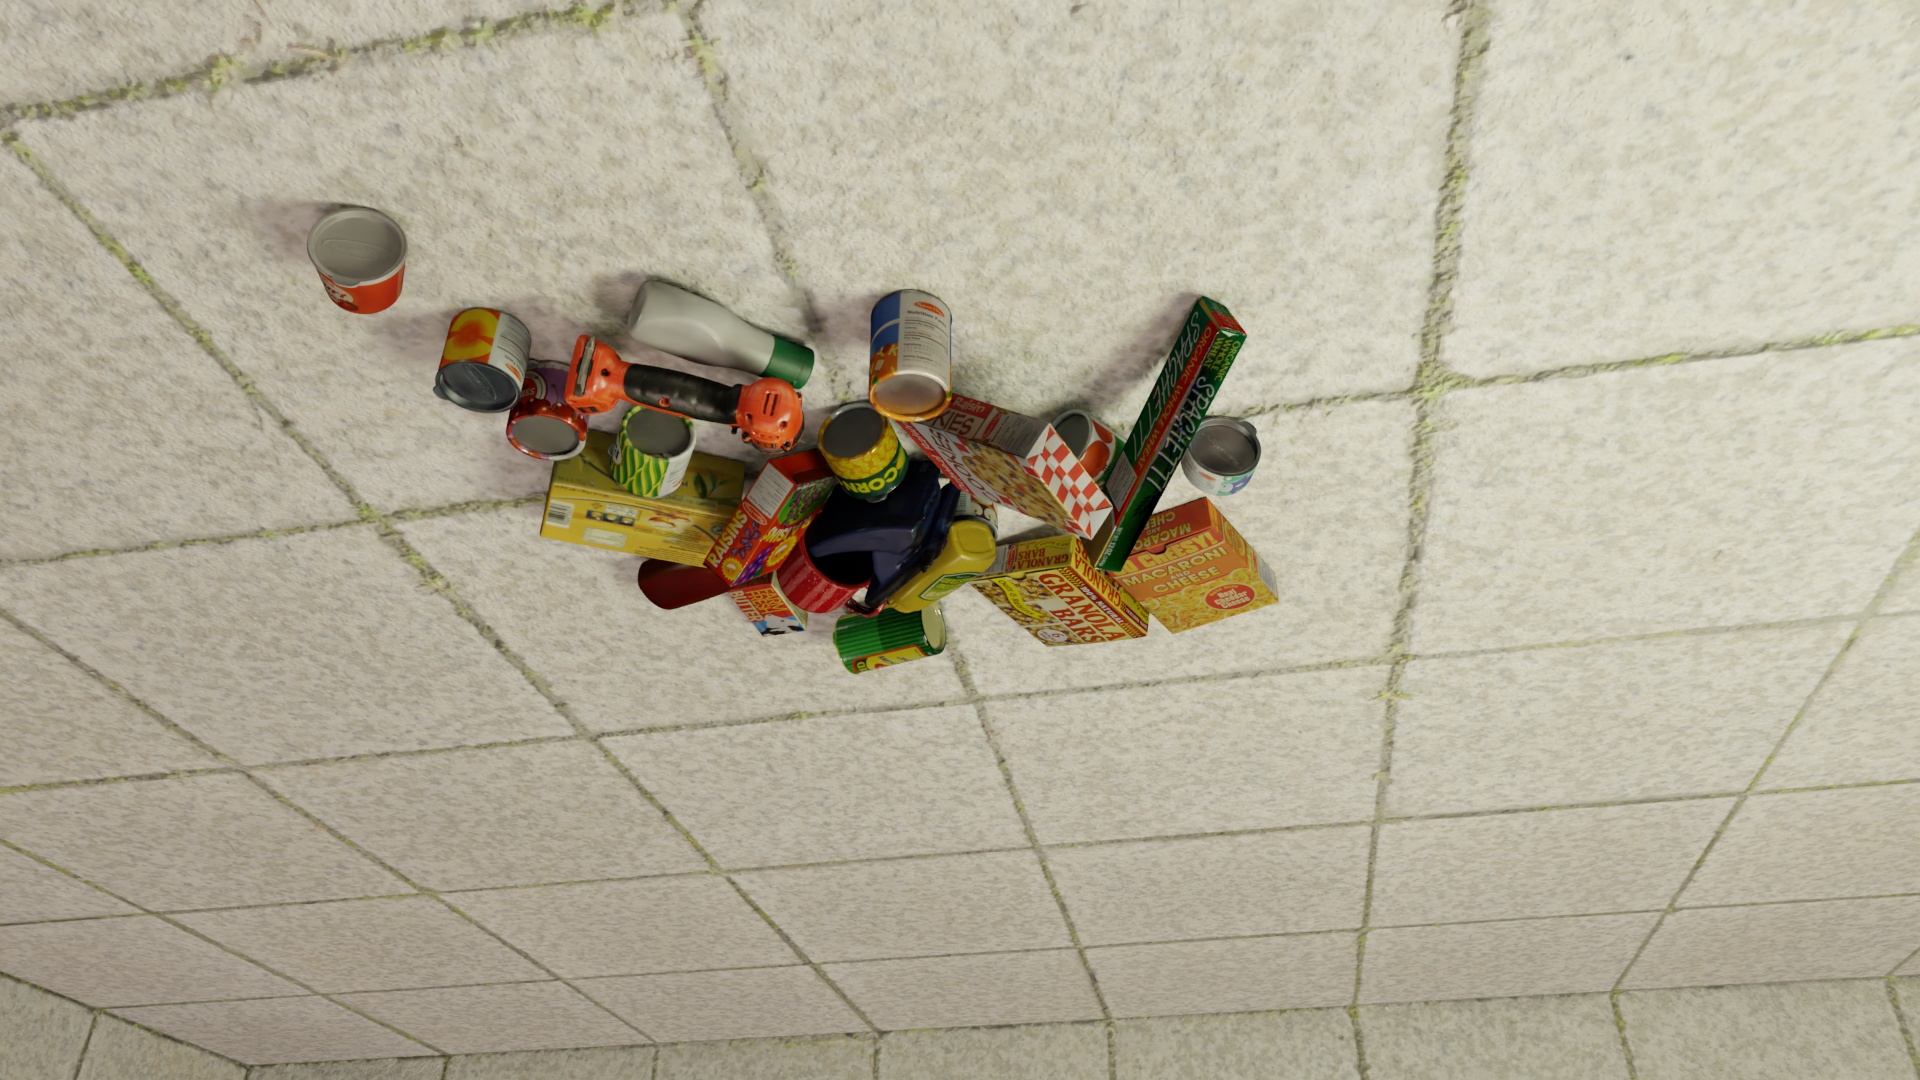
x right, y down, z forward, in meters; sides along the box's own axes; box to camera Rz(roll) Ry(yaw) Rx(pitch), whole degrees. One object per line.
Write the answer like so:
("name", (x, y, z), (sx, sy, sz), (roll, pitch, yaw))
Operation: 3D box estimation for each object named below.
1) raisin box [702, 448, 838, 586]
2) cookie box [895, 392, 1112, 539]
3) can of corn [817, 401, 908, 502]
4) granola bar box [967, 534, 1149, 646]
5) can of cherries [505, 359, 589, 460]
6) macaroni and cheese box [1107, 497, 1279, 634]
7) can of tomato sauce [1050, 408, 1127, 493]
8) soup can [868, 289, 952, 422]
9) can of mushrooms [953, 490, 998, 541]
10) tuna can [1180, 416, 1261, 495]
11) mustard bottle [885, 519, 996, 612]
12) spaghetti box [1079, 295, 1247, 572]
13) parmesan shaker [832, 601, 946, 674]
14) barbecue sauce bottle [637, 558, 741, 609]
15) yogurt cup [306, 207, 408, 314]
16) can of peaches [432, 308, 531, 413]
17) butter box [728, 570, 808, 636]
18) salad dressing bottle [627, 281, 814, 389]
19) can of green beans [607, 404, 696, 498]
("raisin box", (-0.169, -0.022, 1.255), (0.040, 0.086, 0.123), (41, 113, 11))
("cookie box", (0.033, -0.070, 1.177), (0.167, 0.040, 0.122), (22, 163, 43))
("can of corn", (-0.085, -0.077, 1.220), (0.071, 0.071, 0.058), (-9, 144, 13))
("granola bar box", (0.102, 0.056, 1.430), (0.124, 0.039, 0.165), (-10, 147, 34))
("can of cherries", (-0.351, -0.111, 1.180), (0.071, 0.059, 0.071), (0, 147, 0))
("macaroni and cheese box", (0.233, 0.030, 1.410), (0.123, 0.040, 0.166), (-21, 142, 27))
("can of tomato sauce", (0.119, -0.068, 1.235), (0.071, 0.071, 0.083), (-29, 136, 36))
("soup can", (-0.041, -0.145, 1.107), (0.071, 0.084, 0.071), (0, 147, 0))
("can of mushrooms", (0.005, -0.017, 1.345), (0.071, 0.033, 0.070), (-1, 146, 0))
("tuna can", (0.232, -0.076, 1.231), (0.071, 0.071, 0.032), (3, 147, -4))
("mustard bottle", (-0.030, 0.033, 1.337), (0.065, 0.049, 0.159), (-1, 155, -38))
("spaghetti box", (0.165, -0.083, 1.158), (0.029, 0.050, 0.248), (10, 124, -22))
("parmesan shaker", (-0.075, 0.101, 1.490), (0.103, 0.071, 0.071), (-15, 144, 21))
("barbecue sauce bottle", (-0.249, 0.029, 1.404), (0.148, 0.044, 0.064), (-16, 143, 22))
("yogurt cup", (-0.446, -0.205, 1.034), (0.072, 0.072, 0.053), (9, 153, -14))
("can of peaches", (-0.389, -0.146, 1.128), (0.071, 0.058, 0.071), (0, 147, 0))
("butter box", (-0.205, 0.066, 1.477), (0.053, 0.024, 0.103), (-9, 146, 13))
("salad dressing bottle", (-0.191, -0.162, 1.118), (0.148, 0.044, 0.064), (18, 154, -28))
("can of green beans", (-0.270, -0.080, 1.220), (0.071, 0.071, 0.057), (12, 144, -17))
